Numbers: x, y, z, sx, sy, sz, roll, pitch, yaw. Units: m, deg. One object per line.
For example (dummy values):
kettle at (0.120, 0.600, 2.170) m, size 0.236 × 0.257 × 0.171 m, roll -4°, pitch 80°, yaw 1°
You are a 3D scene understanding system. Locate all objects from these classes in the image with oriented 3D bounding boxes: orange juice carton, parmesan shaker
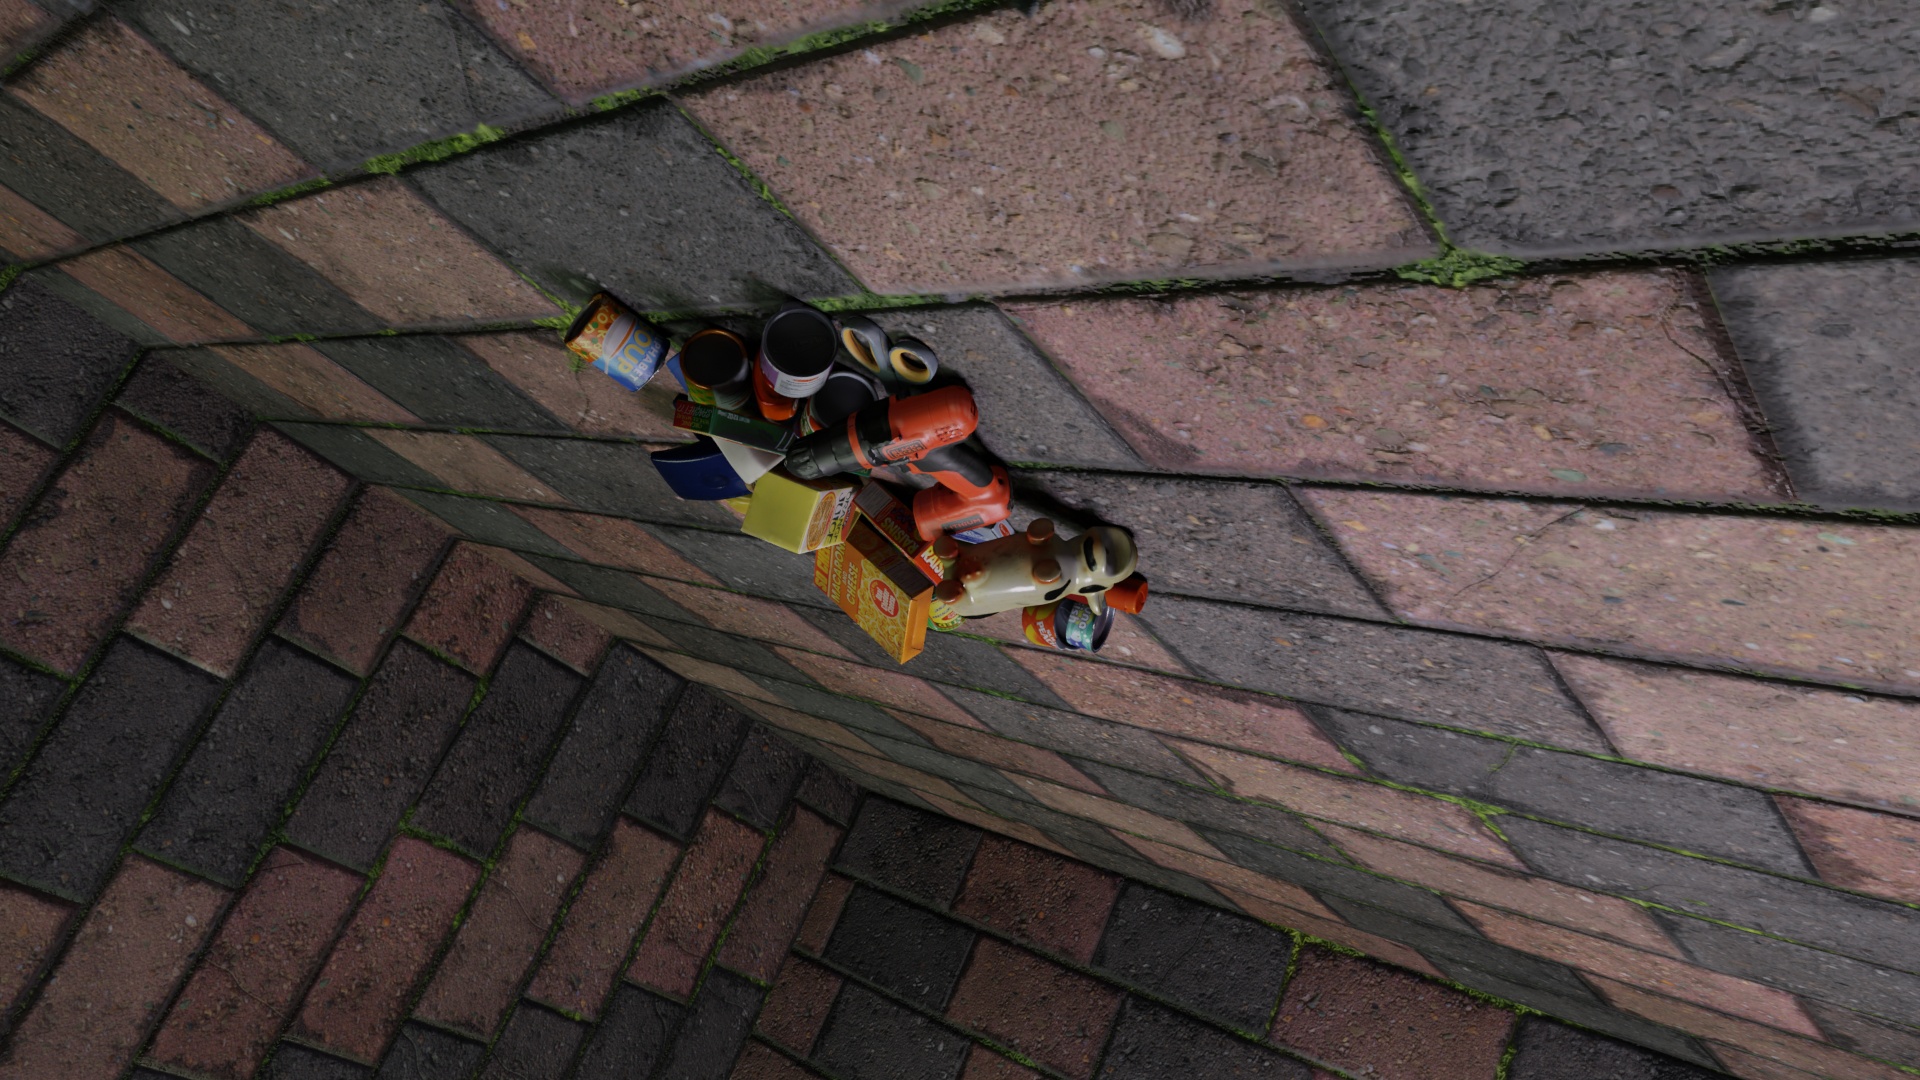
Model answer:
orange juice carton at (-0.166, -0.039, 1.542) m, size 0.072 × 0.073 × 0.193 m, roll 21°, pitch -170°, yaw 11°
parmesan shaker at (-0.033, 0.065, 1.724) m, size 0.071 × 0.071 × 0.102 m, roll 18°, pitch 161°, yaw 23°

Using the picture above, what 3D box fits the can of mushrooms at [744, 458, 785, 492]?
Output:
can of mushrooms at (-0.213, -0.080, 1.557) m, size 0.033 × 0.071 × 0.071 m, roll 20°, pitch 162°, yaw 22°

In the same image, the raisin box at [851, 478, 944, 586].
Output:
raisin box at (-0.056, -0.005, 1.535) m, size 0.124 × 0.040 × 0.086 m, roll 43°, pitch 175°, yaw 39°

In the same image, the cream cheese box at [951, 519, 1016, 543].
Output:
cream cheese box at (0.005, -0.019, 1.506) m, size 0.104 × 0.024 × 0.053 m, roll 15°, pitch 159°, yaw 31°

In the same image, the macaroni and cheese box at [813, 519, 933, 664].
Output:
macaroni and cheese box at (-0.108, 0.053, 1.683) m, size 0.167 × 0.040 × 0.123 m, roll 40°, pitch 142°, yaw 26°

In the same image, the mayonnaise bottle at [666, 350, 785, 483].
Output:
mayonnaise bottle at (-0.240, -0.131, 1.413) m, size 0.041 × 0.065 × 0.148 m, roll -32°, pitch 99°, yaw 27°

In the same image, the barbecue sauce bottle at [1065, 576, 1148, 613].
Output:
barbecue sauce bottle at (0.125, 0.041, 1.484) m, size 0.148 × 0.044 × 0.064 m, roll 17°, pitch 161°, yaw 25°

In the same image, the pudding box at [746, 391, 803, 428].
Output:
pudding box at (-0.202, -0.129, 1.468) m, size 0.084 × 0.030 × 0.049 m, roll 21°, pitch 161°, yaw 14°

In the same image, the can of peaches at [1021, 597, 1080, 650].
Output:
can of peaches at (0.112, 0.093, 1.605) m, size 0.071 × 0.071 × 0.058 m, roll 38°, pitch 160°, yaw -34°

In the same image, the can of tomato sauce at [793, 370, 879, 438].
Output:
can of tomato sauce at (-0.118, -0.118, 1.319) m, size 0.071 × 0.071 × 0.083 m, roll 28°, pitch 162°, yaw -6°

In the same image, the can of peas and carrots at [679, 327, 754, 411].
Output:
can of peas and carrots at (-0.239, -0.166, 1.351) m, size 0.071 × 0.071 × 0.058 m, roll 24°, pitch 162°, yaw 6°

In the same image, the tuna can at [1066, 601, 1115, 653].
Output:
tuna can at (0.145, 0.089, 1.553) m, size 0.033 × 0.071 × 0.071 m, roll 19°, pitch 161°, yaw 22°

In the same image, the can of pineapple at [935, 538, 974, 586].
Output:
can of pineapple at (0.012, 0.034, 1.582) m, size 0.058 × 0.071 × 0.071 m, roll 14°, pitch 159°, yaw 31°

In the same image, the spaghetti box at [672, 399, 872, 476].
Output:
spaghetti box at (-0.177, -0.099, 1.376) m, size 0.050 × 0.028 × 0.250 m, roll 14°, pitch -179°, yaw 34°

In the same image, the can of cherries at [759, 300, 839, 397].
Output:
can of cherries at (-0.143, -0.168, 1.221) m, size 0.071 × 0.071 × 0.058 m, roll 27°, pitch 163°, yaw -4°

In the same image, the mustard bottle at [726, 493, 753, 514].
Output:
mustard bottle at (-0.246, -0.054, 1.714) m, size 0.160 × 0.049 × 0.065 m, roll 10°, pitch 156°, yaw 42°

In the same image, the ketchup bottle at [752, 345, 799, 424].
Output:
ketchup bottle at (-0.177, -0.144, 1.342) m, size 0.043 × 0.065 × 0.148 m, roll -1°, pitch 173°, yaw -7°

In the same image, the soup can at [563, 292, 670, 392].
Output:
soup can at (-0.345, -0.200, 1.400) m, size 0.083 × 0.071 × 0.071 m, roll 36°, pitch 160°, yaw -30°
